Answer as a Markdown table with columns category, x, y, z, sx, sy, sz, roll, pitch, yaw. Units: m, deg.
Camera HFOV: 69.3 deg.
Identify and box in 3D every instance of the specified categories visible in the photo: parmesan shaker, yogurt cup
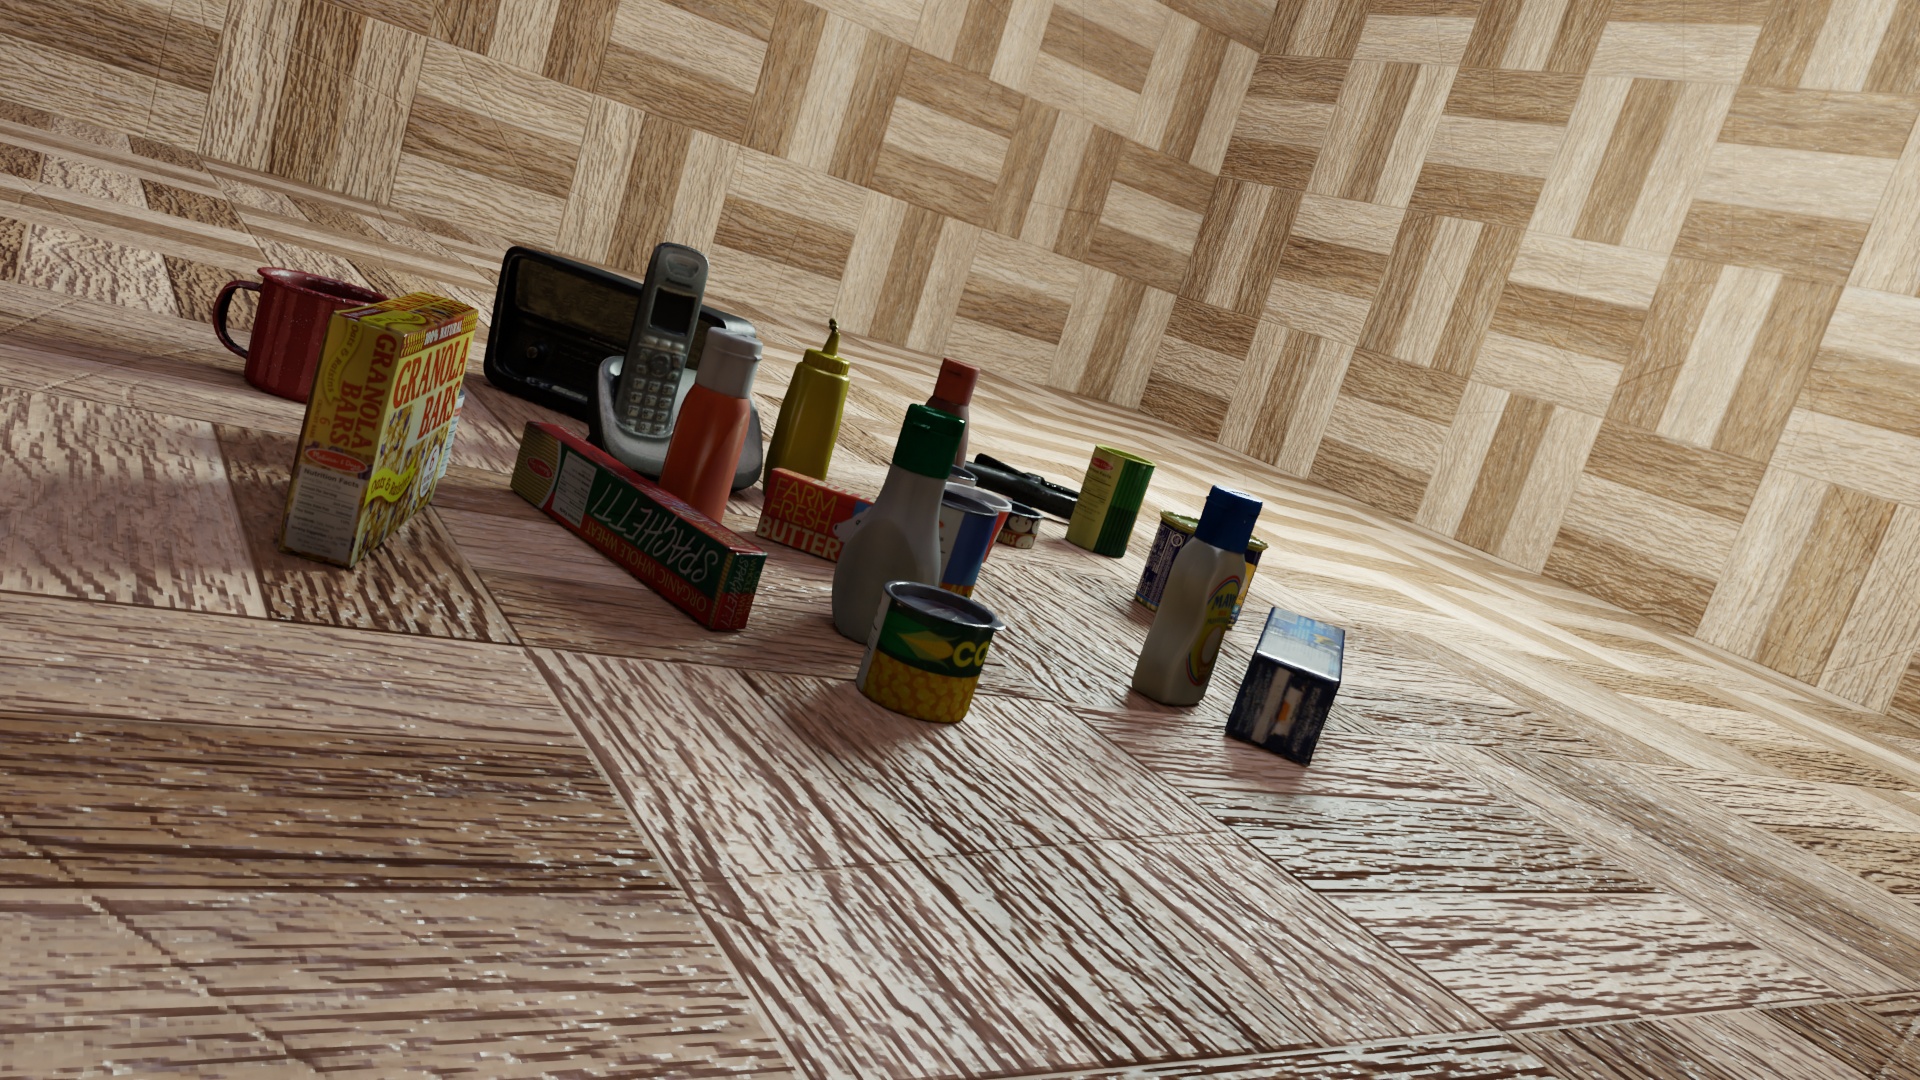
| category | x | y | z | sx | sy | sz | roll | pitch | yaw |
| --- | --- | --- | --- | --- | --- | --- | --- | --- | --- |
| parmesan shaker | 0.153 | -0.041 | 1.437 | 0.071 | 0.103 | 0.071 | 17 | 10 | -3 |
| yogurt cup | 0.004 | -0.015 | 1.195 | 0.072 | 0.054 | 0.072 | 17 | 11 | -3 |

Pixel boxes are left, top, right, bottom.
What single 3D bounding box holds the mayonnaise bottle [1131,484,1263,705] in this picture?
| category | x | y | z | sx | sy | sz | roll | pitch | yaw |
| --- | --- | --- | --- | --- | --- | --- | --- | --- | --- |
| mayonnaise bottle | 0.163 | 0.037 | 0.940 | 0.041 | 0.147 | 0.065 | 25 | 13 | 36 |

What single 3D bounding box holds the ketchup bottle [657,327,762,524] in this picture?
| category | x | y | z | sx | sy | sz | roll | pitch | yaw |
| --- | --- | --- | --- | --- | --- | --- | --- | --- | --- |
| ketchup bottle | -0.165 | -0.063 | 0.907 | 0.043 | 0.148 | 0.065 | 20 | 10 | 9 |

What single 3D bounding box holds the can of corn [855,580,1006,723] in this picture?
| category | x | y | z | sx | sy | sz | roll | pitch | yaw |
| --- | --- | --- | --- | --- | --- | --- | --- | --- | --- |
| can of corn | -0.017 | 0.062 | 0.765 | 0.071 | 0.058 | 0.071 | 17 | 10 | -3 |

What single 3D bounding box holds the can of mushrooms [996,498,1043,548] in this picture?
| category | x | y | z | sx | sy | sz | roll | pitch | yaw |
| --- | --- | --- | --- | --- | --- | --- | --- | --- | --- |
| can of mushrooms | 0.042 | -0.018 | 1.328 | 0.071 | 0.033 | 0.071 | 17 | 11 | -3 |

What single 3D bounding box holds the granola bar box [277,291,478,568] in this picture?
| category | x | y | z | sx | sy | sz | roll | pitch | yaw |
| --- | --- | --- | --- | --- | --- | --- | --- | --- | --- |
| granola bar box | -0.312 | -0.067 | 0.753 | 0.039 | 0.124 | 0.166 | 16 | 11 | -11 |

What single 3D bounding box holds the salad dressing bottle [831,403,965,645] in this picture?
| category | x | y | z | sx | sy | sz | roll | pitch | yaw |
| --- | --- | --- | --- | --- | --- | --- | --- | --- | --- |
| salad dressing bottle | -0.035 | -0.009 | 0.850 | 0.064 | 0.147 | 0.044 | 22 | 11 | 20 |

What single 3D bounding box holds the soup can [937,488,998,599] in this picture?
| category | x | y | z | sx | sy | sz | roll | pitch | yaw |
| --- | --- | --- | --- | --- | --- | --- | --- | --- | --- |
| soup can | -0.016 | 0.010 | 0.960 | 0.071 | 0.083 | 0.071 | 17 | 10 | -3 |

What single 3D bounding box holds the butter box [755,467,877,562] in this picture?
| category | x | y | z | sx | sy | sz | roll | pitch | yaw |
| --- | --- | --- | --- | --- | --- | --- | --- | --- | --- |
| butter box | -0.097 | -0.014 | 1.029 | 0.103 | 0.053 | 0.024 | 19 | 10 | 4 |

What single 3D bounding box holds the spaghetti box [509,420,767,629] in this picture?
| category | x | y | z | sx | sy | sz | roll | pitch | yaw |
| --- | --- | --- | --- | --- | --- | --- | --- | --- | --- |
| spaghetti box | -0.206 | -0.014 | 0.859 | 0.029 | 0.050 | 0.250 | 7 | 15 | -47 |

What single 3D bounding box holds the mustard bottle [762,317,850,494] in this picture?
| category | x | y | z | sx | sy | sz | roll | pitch | yaw |
| --- | --- | --- | --- | --- | --- | --- | --- | --- | --- |
| mustard bottle | -0.125 | -0.109 | 1.173 | 0.049 | 0.160 | 0.065 | 14 | 11 | -23 |

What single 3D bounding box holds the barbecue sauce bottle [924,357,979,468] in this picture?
| category | x | y | z | sx | sy | sz | roll | pitch | yaw |
| --- | --- | --- | --- | --- | --- | --- | --- | --- | --- |
| barbecue sauce bottle | -0.020 | -0.098 | 1.318 | 0.065 | 0.148 | 0.044 | 21 | 11 | 16 |

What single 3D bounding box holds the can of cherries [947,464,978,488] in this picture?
| category | x | y | z | sx | sy | sz | roll | pitch | yaw |
| --- | --- | --- | --- | --- | --- | --- | --- | --- | --- |
| can of cherries | -0.025 | -0.041 | 1.265 | 0.071 | 0.058 | 0.071 | 17 | 10 | -3 |

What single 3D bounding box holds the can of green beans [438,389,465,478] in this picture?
| category | x | y | z | sx | sy | sz | roll | pitch | yaw |
| --- | --- | --- | --- | --- | --- | --- | --- | --- | --- |
| can of green beans | -0.361 | -0.076 | 0.899 | 0.071 | 0.057 | 0.071 | 17 | 10 | -3 |
